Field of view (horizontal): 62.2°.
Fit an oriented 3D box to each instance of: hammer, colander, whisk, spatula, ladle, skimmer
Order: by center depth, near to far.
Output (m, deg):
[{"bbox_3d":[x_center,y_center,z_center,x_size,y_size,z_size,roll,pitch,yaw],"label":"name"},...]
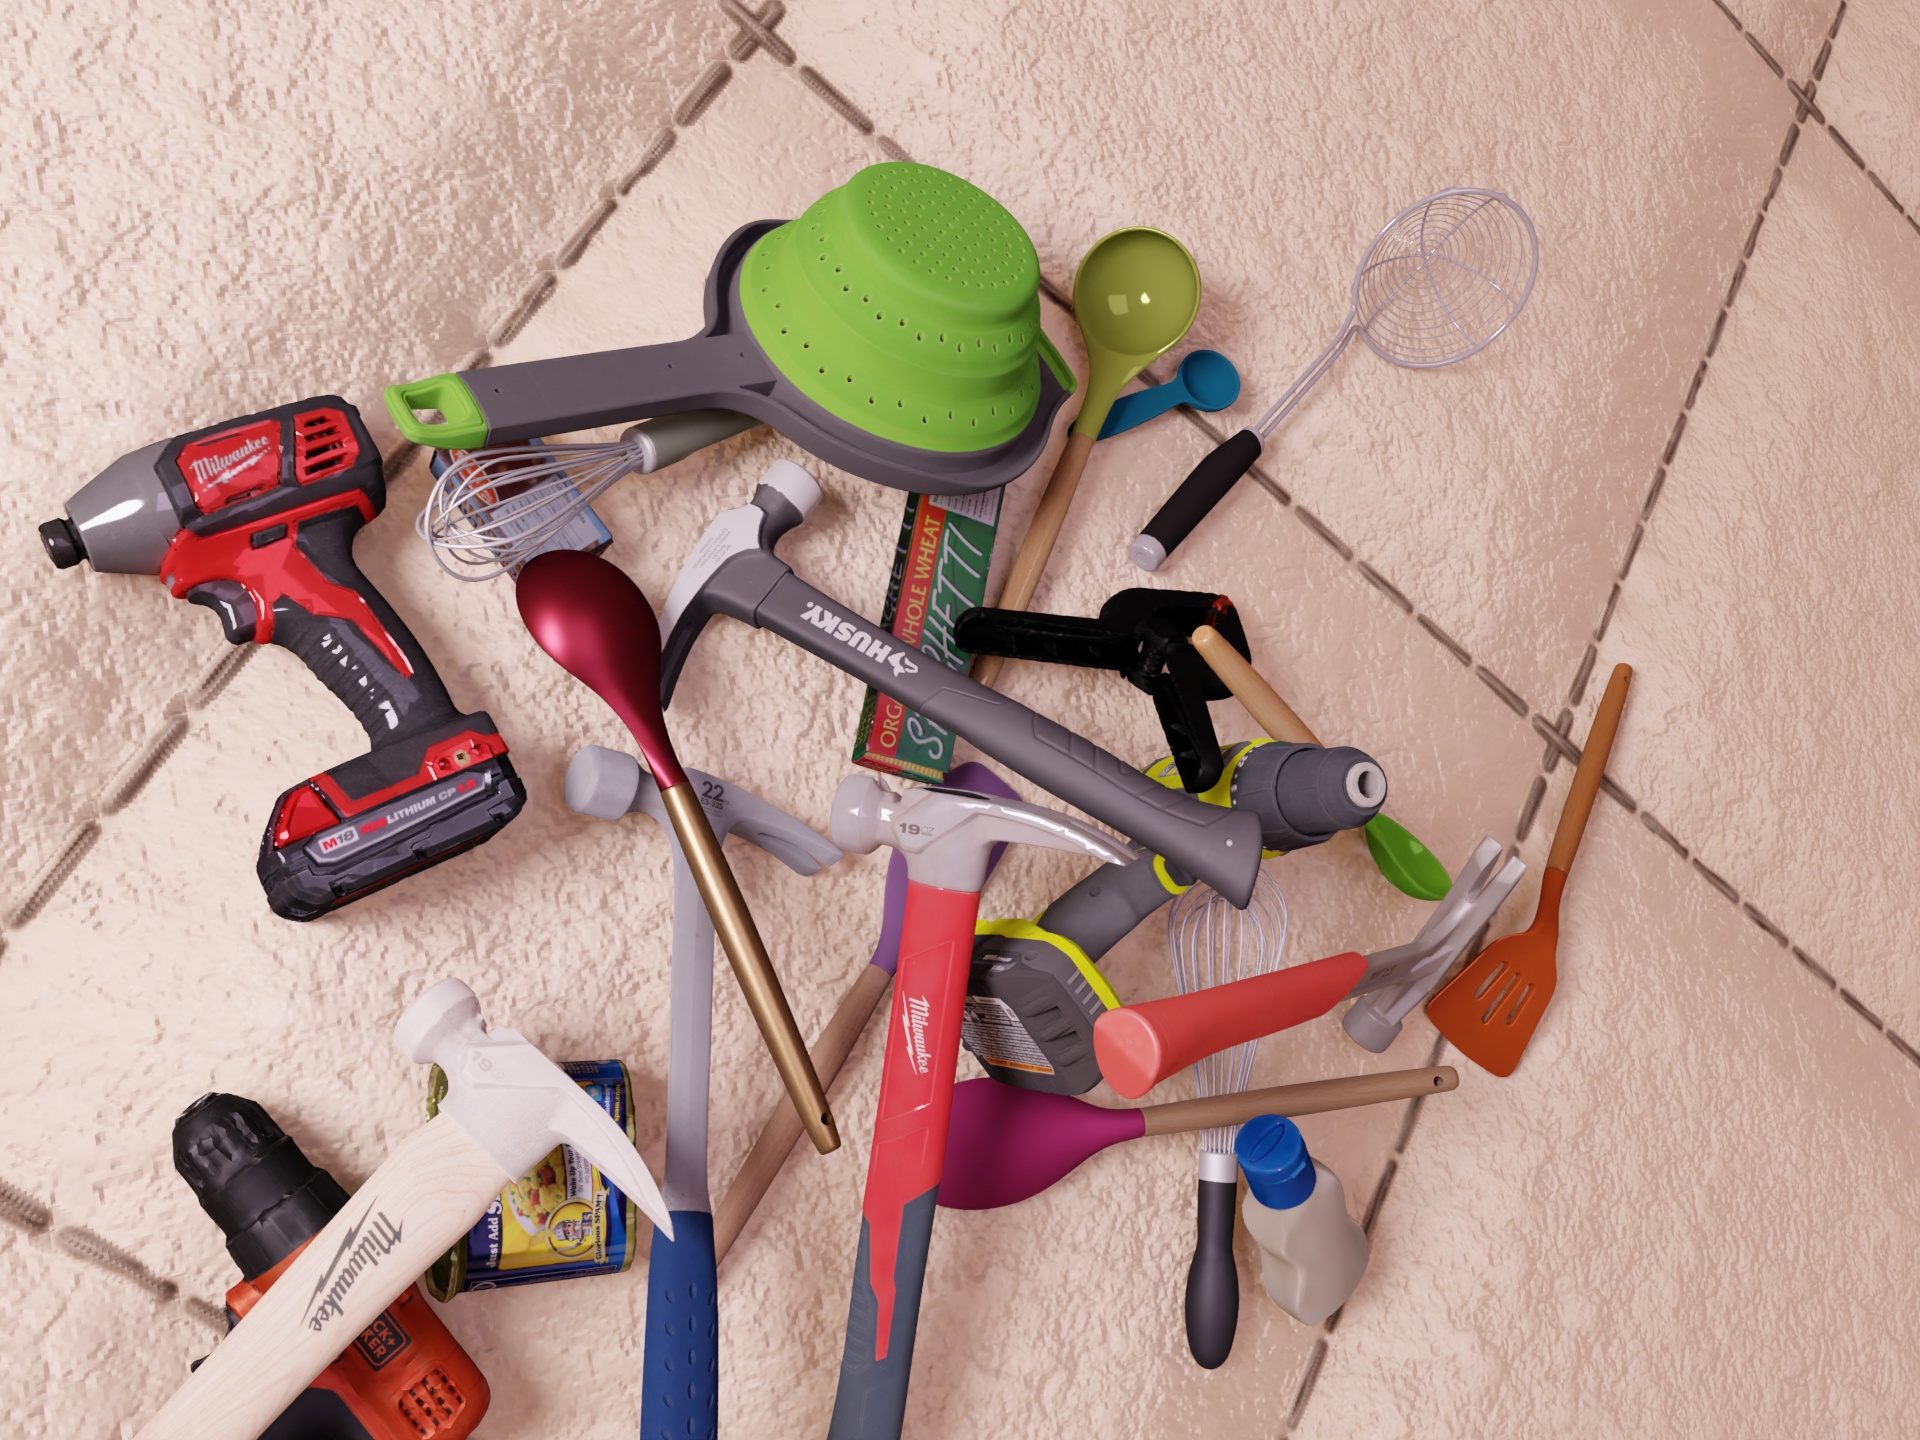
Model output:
[{"bbox_3d":[-0.291,0.287,0.583,0.146,0.038,0.411,38,64,14],"label":"hammer"},{"bbox_3d":[-0.117,0.209,0.708,0.144,0.035,0.406,18,55,-35],"label":"hammer"},{"bbox_3d":[-0.014,0.226,0.744,0.038,0.143,0.386,-5,104,-70],"label":"hammer"},{"bbox_3d":[-0.125,0.056,0.746,0.069,0.031,0.315,-19,82,-45],"label":"ladle"},{"bbox_3d":[-0.001,-0.003,0.784,0.335,0.035,0.146,30,70,17],"label":"hammer"},{"bbox_3d":[-0.085,-0.203,0.788,0.397,0.094,0.205,-20,67,-38],"label":"colander"},{"bbox_3d":[-0.166,-0.130,0.790,0.246,0.058,0.059,-35,130,-45],"label":"whisk"},{"bbox_3d":[0.184,0.134,0.824,0.037,0.149,0.359,42,24,30],"label":"hammer"},{"bbox_3d":[-0.057,0.151,0.830,0.059,0.018,0.316,39,64,-15],"label":"spatula"},{"bbox_3d":[0.149,0.220,0.904,0.070,0.070,0.285,8,81,-26],"label":"whisk"},{"bbox_3d":[0.062,-0.148,0.929,0.078,0.062,0.320,19,73,12],"label":"ladle"},{"bbox_3d":[0.244,-0.211,1.020,0.363,0.090,0.127,-47,134,-25],"label":"skimmer"},{"bbox_3d":[0.404,0.086,1.083,0.081,0.041,0.323,39,61,-15],"label":"spatula"}]

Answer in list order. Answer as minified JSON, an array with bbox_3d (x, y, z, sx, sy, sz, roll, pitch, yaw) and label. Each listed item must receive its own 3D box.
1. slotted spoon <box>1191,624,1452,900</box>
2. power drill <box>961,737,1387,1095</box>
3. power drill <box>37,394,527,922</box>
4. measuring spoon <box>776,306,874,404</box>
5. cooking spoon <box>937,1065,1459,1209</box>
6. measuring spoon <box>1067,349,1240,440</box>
[{"bbox_3d":[0.212,0.030,0.922,0.313,0.031,0.070,40,20,-42],"label":"slotted spoon"},{"bbox_3d":[0.103,0.089,0.832,0.228,0.190,0.080,-39,100,-24],"label":"power drill"},{"bbox_3d":[-0.299,-0.029,0.710,0.143,0.078,0.219,-25,89,-29],"label":"power drill"},{"bbox_3d":[-0.070,-0.192,0.900,0.117,0.011,0.021,47,63,-8],"label":"measuring spoon"},{"bbox_3d":[0.123,0.215,0.864,0.319,0.017,0.069,-5,84,-11],"label":"cooking spoon"},{"bbox_3d":[0.118,-0.196,0.997,0.128,0.021,0.042,-25,81,-20],"label":"measuring spoon"}]
